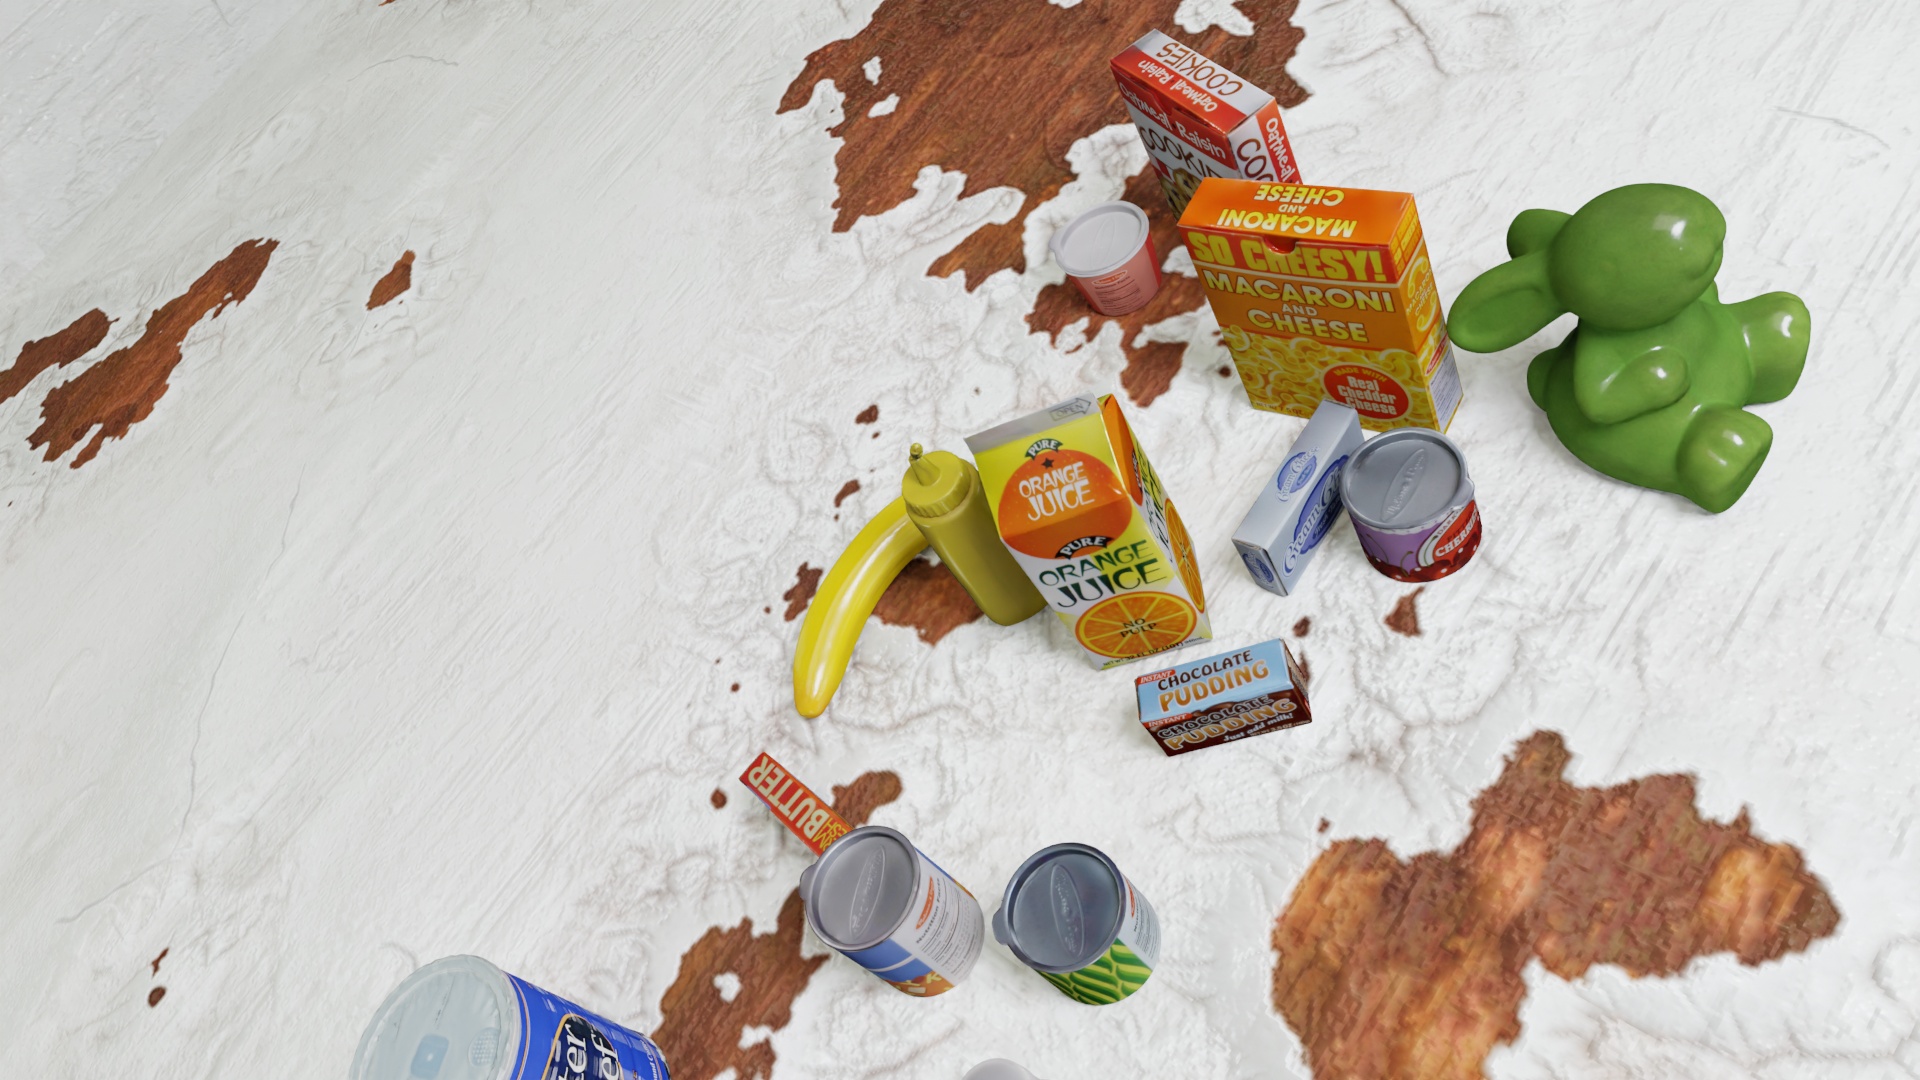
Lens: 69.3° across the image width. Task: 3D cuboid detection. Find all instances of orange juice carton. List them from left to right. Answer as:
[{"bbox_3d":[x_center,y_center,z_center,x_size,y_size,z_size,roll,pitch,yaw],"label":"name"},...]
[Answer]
[{"bbox_3d":[0.072,-0.011,0.755,0.072,0.192,0.073,-18,50,17],"label":"orange juice carton"}]

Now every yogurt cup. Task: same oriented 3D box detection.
[{"bbox_3d":[0.106,-0.193,0.964,0.072,0.053,0.073,-15,51,20],"label":"yogurt cup"}]

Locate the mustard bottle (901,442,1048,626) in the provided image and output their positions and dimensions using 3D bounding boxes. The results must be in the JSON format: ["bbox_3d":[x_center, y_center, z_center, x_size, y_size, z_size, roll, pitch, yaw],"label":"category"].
[{"bbox_3d":[0.003,-0.010,0.815,0.049,0.159,0.065,-31,48,6],"label":"mustard bottle"}]

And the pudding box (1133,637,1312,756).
[{"bbox_3d":[0.141,0.084,0.743,0.083,0.049,0.030,-17,51,18],"label":"pudding box"}]

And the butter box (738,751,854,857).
[{"bbox_3d":[-0.081,0.166,0.805,0.024,0.053,0.104,-49,48,-10],"label":"butter box"}]

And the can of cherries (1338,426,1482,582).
[{"bbox_3d":[0.247,-0.017,0.753,0.071,0.058,0.072,-15,51,20],"label":"can of cherries"}]

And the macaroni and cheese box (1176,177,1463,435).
[{"bbox_3d":[0.206,-0.128,0.784,0.124,0.166,0.040,16,66,37],"label":"macaroni and cheese box"}]

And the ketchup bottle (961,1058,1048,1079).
[{"bbox_3d":[0.044,0.262,0.600,0.064,0.148,0.044,-11,53,23],"label":"ketchup bottle"}]

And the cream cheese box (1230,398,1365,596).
[{"bbox_3d":[0.196,-0.024,0.790,0.024,0.053,0.104,23,71,39],"label":"cream cheese box"}]

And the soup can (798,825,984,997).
[{"bbox_3d":[-0.035,0.197,0.736,0.071,0.083,0.072,-15,51,20],"label":"soup can"}]

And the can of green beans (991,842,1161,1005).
[{"bbox_3d":[0.062,0.194,0.701,0.071,0.057,0.071,-15,51,20],"label":"can of green beans"}]

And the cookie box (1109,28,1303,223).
[{"bbox_3d":[0.167,-0.228,0.879,0.040,0.167,0.123,-39,47,-1],"label":"cookie box"}]
